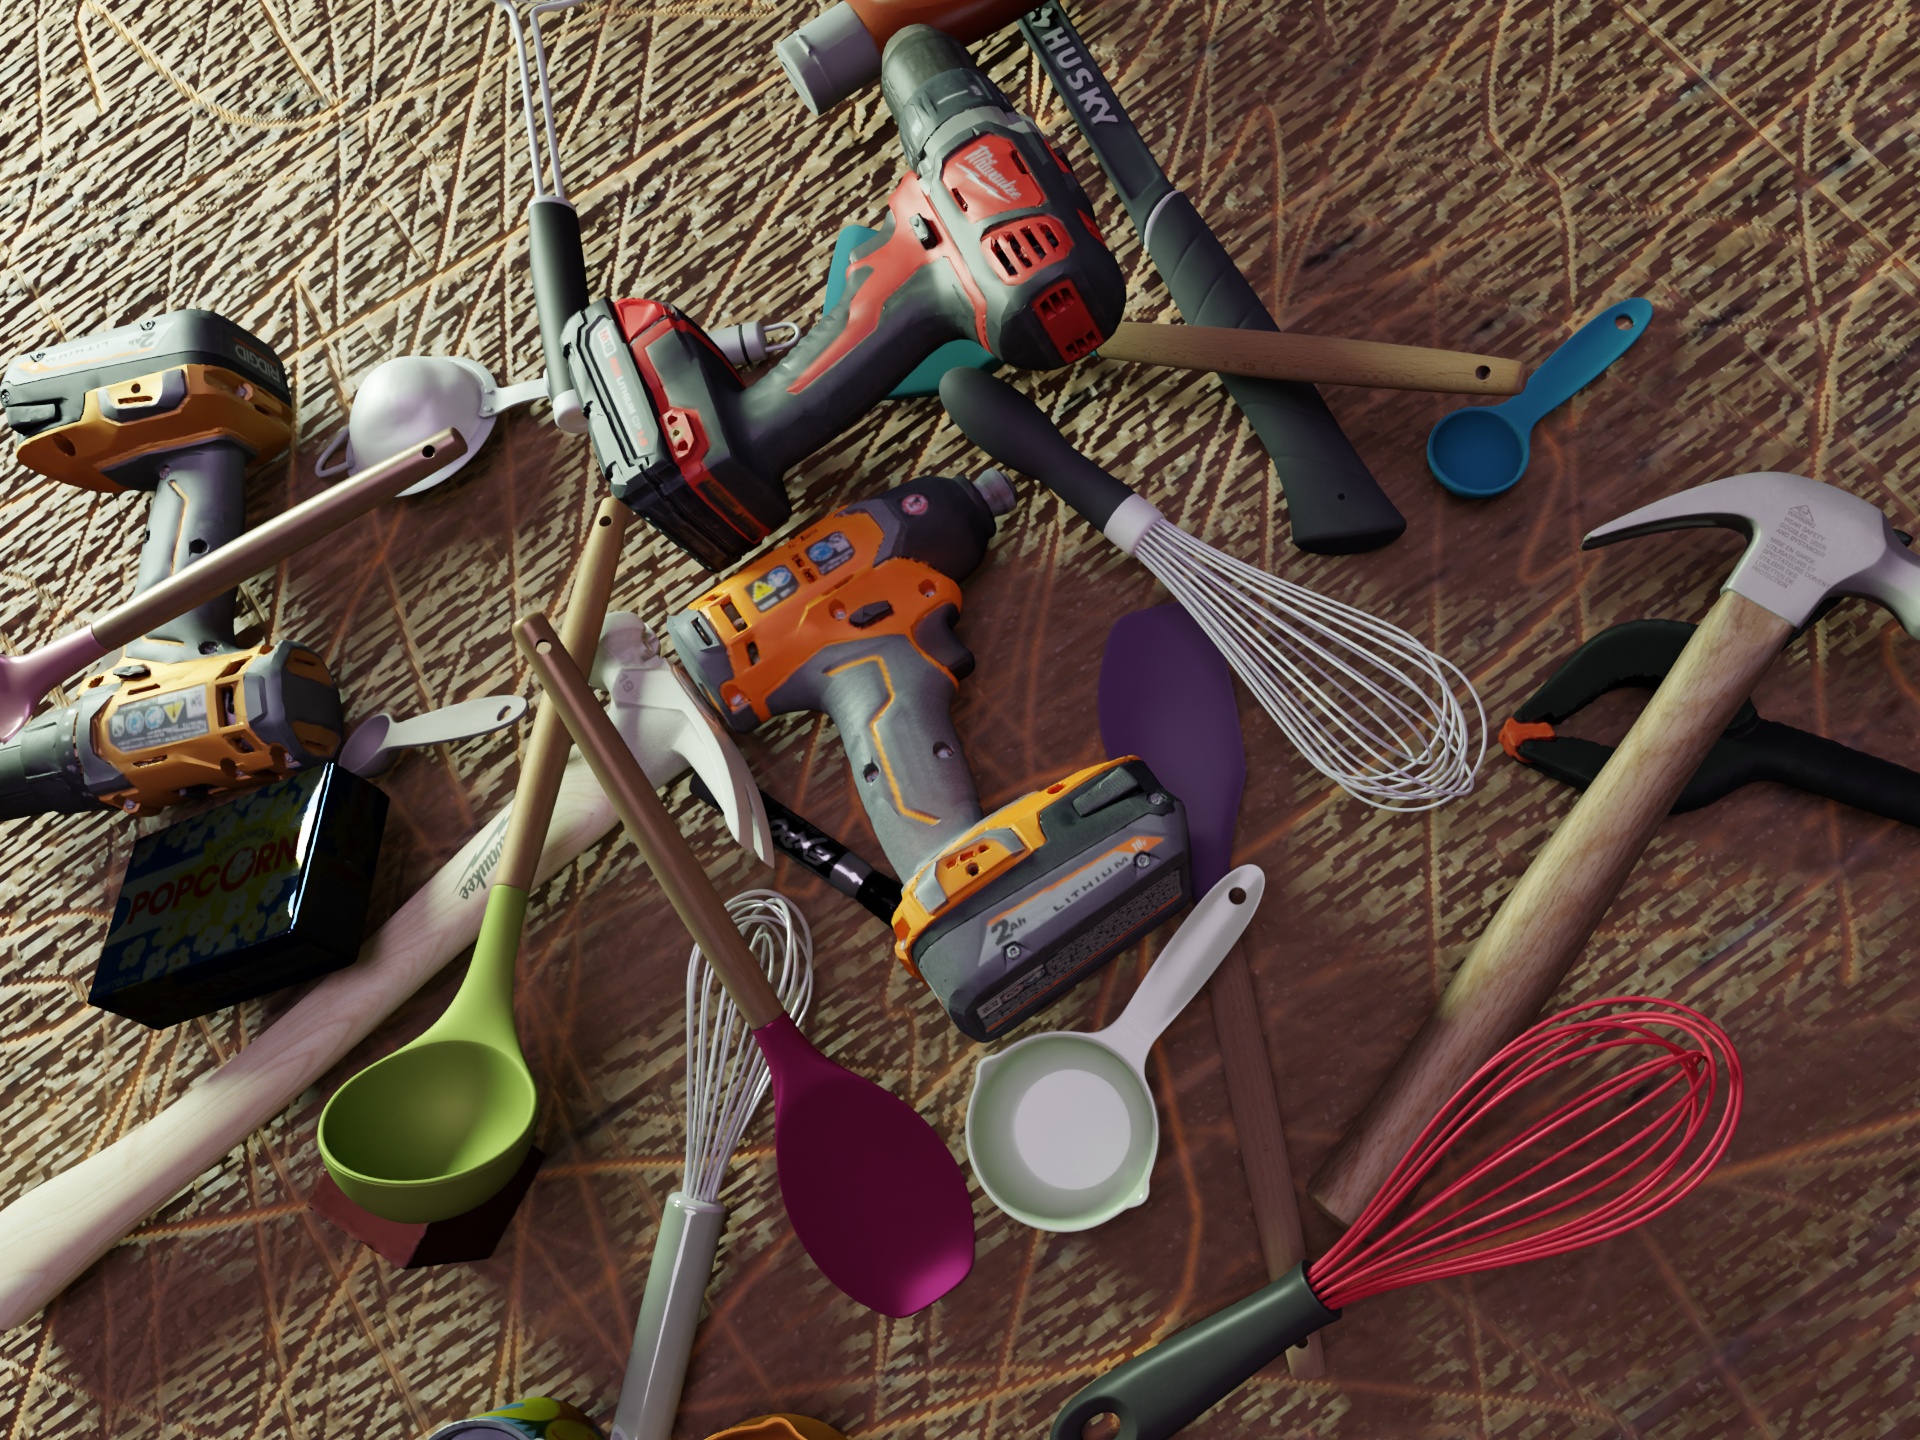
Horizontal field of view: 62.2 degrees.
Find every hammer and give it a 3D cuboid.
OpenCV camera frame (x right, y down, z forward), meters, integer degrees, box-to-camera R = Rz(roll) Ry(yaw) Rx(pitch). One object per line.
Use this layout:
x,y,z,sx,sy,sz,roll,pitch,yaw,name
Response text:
-0.264,0.130,0.693,0.410,0.038,0.146,-40,56,1,hammer
0.090,-0.249,0.737,0.149,0.036,0.409,-27,72,2,hammer
0.234,0.053,0.602,0.130,0.031,0.331,35,94,17,hammer

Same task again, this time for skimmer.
-0.198,-0.313,0.766,0.127,0.090,0.364,-1,65,-27,skimmer

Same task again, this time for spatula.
0.079,-0.161,0.681,0.318,0.044,0.082,14,99,32,spatula
0.106,0.100,0.649,0.060,0.018,0.316,-14,72,14,spatula

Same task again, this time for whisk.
0.098,-0.062,0.664,0.285,0.070,0.070,41,86,16,whisk
-0.106,0.191,0.656,0.058,0.059,0.246,3,77,50,whisk
0.145,0.195,0.570,0.296,0.073,0.073,-40,71,18,whisk

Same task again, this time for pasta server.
-0.358,-0.049,0.699,0.316,0.040,0.060,-27,93,4,pasta server

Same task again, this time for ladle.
-0.179,0.040,0.645,0.078,0.062,0.320,6,65,5,ladle

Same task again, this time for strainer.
-0.203,-0.163,0.771,0.258,0.050,0.087,-11,59,5,strainer

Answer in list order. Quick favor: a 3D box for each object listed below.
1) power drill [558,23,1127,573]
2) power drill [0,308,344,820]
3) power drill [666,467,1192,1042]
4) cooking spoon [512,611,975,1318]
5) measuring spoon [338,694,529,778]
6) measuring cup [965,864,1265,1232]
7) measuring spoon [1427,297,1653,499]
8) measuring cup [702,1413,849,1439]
-0.057,-0.190,0.689,0.226,0.080,0.188,-30,60,11,power drill
-0.402,-0.065,0.765,0.185,0.084,0.226,-13,78,8,power drill
-0.001,-0.002,0.659,0.164,0.084,0.227,-34,64,-7,power drill
-0.089,0.097,0.631,0.069,0.017,0.319,-31,95,-10,cooking spoon
-0.236,0.008,0.722,0.124,0.018,0.034,-10,50,32,measuring spoon
0.070,0.128,0.639,0.083,0.038,0.167,36,84,18,measuring cup
0.252,-0.138,0.687,0.128,0.021,0.042,-40,71,-11,measuring spoon
-0.030,0.319,0.602,0.173,0.052,0.095,7,77,11,measuring cup
